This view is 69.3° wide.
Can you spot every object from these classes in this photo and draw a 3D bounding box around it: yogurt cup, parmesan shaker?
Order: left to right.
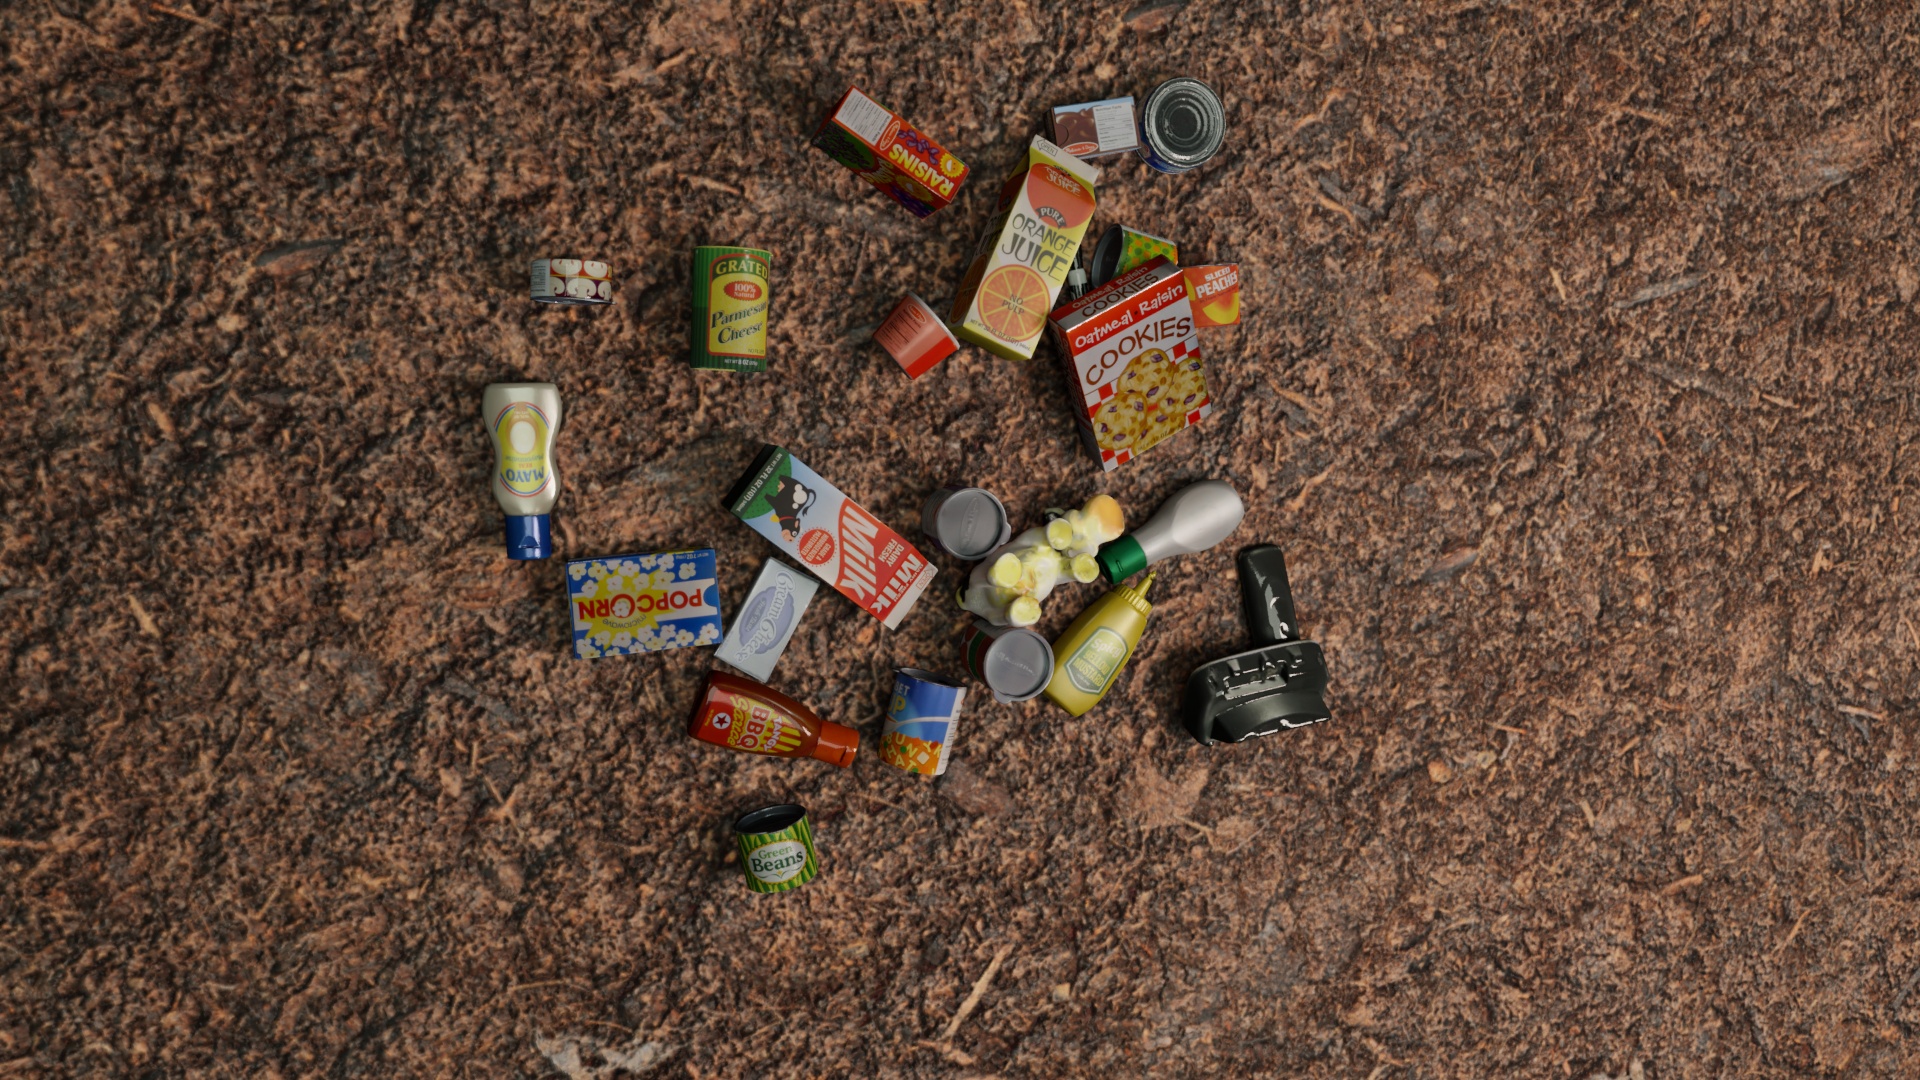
[{"bbox_3d":[-0.195,-0.197,1.194,0.071,0.071,0.103,1,95,-16],"label":"parmesan shaker"},{"bbox_3d":[-0.042,-0.180,1.242,0.054,0.072,0.072,-42,105,0],"label":"yogurt cup"}]

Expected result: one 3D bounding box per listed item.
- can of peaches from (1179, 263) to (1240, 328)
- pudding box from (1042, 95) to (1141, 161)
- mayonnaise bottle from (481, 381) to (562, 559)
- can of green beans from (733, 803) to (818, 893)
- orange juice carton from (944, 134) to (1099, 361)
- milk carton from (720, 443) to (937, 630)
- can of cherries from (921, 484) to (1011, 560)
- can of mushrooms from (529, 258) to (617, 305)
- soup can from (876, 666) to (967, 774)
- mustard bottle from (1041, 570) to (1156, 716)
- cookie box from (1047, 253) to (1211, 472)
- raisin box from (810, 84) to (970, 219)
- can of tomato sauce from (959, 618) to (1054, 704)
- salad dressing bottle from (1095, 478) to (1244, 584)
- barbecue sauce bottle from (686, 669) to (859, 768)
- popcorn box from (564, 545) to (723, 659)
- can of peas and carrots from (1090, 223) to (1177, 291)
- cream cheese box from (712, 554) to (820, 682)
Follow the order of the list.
[{"bbox_3d":[0.231,-0.230,1.312,0.071,0.071,0.058,-6,98,-16],"label":"can of peaches"},{"bbox_3d":[0.122,-0.381,1.288,0.084,0.030,0.049,-13,100,-15],"label":"pudding box"},{"bbox_3d":[-0.366,-0.059,1.169,0.065,0.041,0.148,-3,95,-18],"label":"mayonnaise bottle"},{"bbox_3d":[-0.165,0.276,1.246,0.071,0.071,0.057,-13,99,-15],"label":"can of green beans"},{"bbox_3d":[0.060,-0.264,1.258,0.072,0.073,0.192,24,88,-17],"label":"orange juice carton"},{"bbox_3d":[-0.112,-0.002,1.232,0.190,0.073,0.072,38,84,-16],"label":"milk carton"},{"bbox_3d":[0.005,-0.016,1.273,0.071,0.058,0.071,-1,95,-16],"label":"can of cherries"},{"bbox_3d":[-0.321,-0.214,1.156,0.071,0.071,0.033,0,95,-16],"label":"can of mushrooms"},{"bbox_3d":[-0.038,0.164,1.274,0.071,0.071,0.083,14,92,-17],"label":"soup can"},{"bbox_3d":[0.137,0.090,1.326,0.065,0.049,0.160,40,84,-18],"label":"mustard bottle"},{"bbox_3d":[0.158,-0.161,1.277,0.123,0.040,0.166,-30,131,-10],"label":"cookie box"},{"bbox_3d":[-0.062,-0.336,1.209,0.123,0.086,0.040,32,82,-17],"label":"raisin box"},{"bbox_3d":[0.041,0.110,1.282,0.071,0.083,0.071,-2,96,-16],"label":"can of tomato sauce"},{"bbox_3d":[0.201,-0.007,1.339,0.148,0.044,0.064,-28,102,-11],"label":"salad dressing bottle"},{"bbox_3d":[-0.166,0.166,1.247,0.148,0.044,0.064,20,106,-17],"label":"barbecue sauce bottle"},{"bbox_3d":[-0.276,0.053,1.208,0.127,0.038,0.085,-6,96,-15],"label":"popcorn box"},{"bbox_3d":[0.160,-0.253,1.292,0.059,0.071,0.071,13,92,-18],"label":"can of peas and carrots"},{"bbox_3d":[-0.174,0.070,1.246,0.053,0.024,0.104,30,87,-17],"label":"cream cheese box"}]
